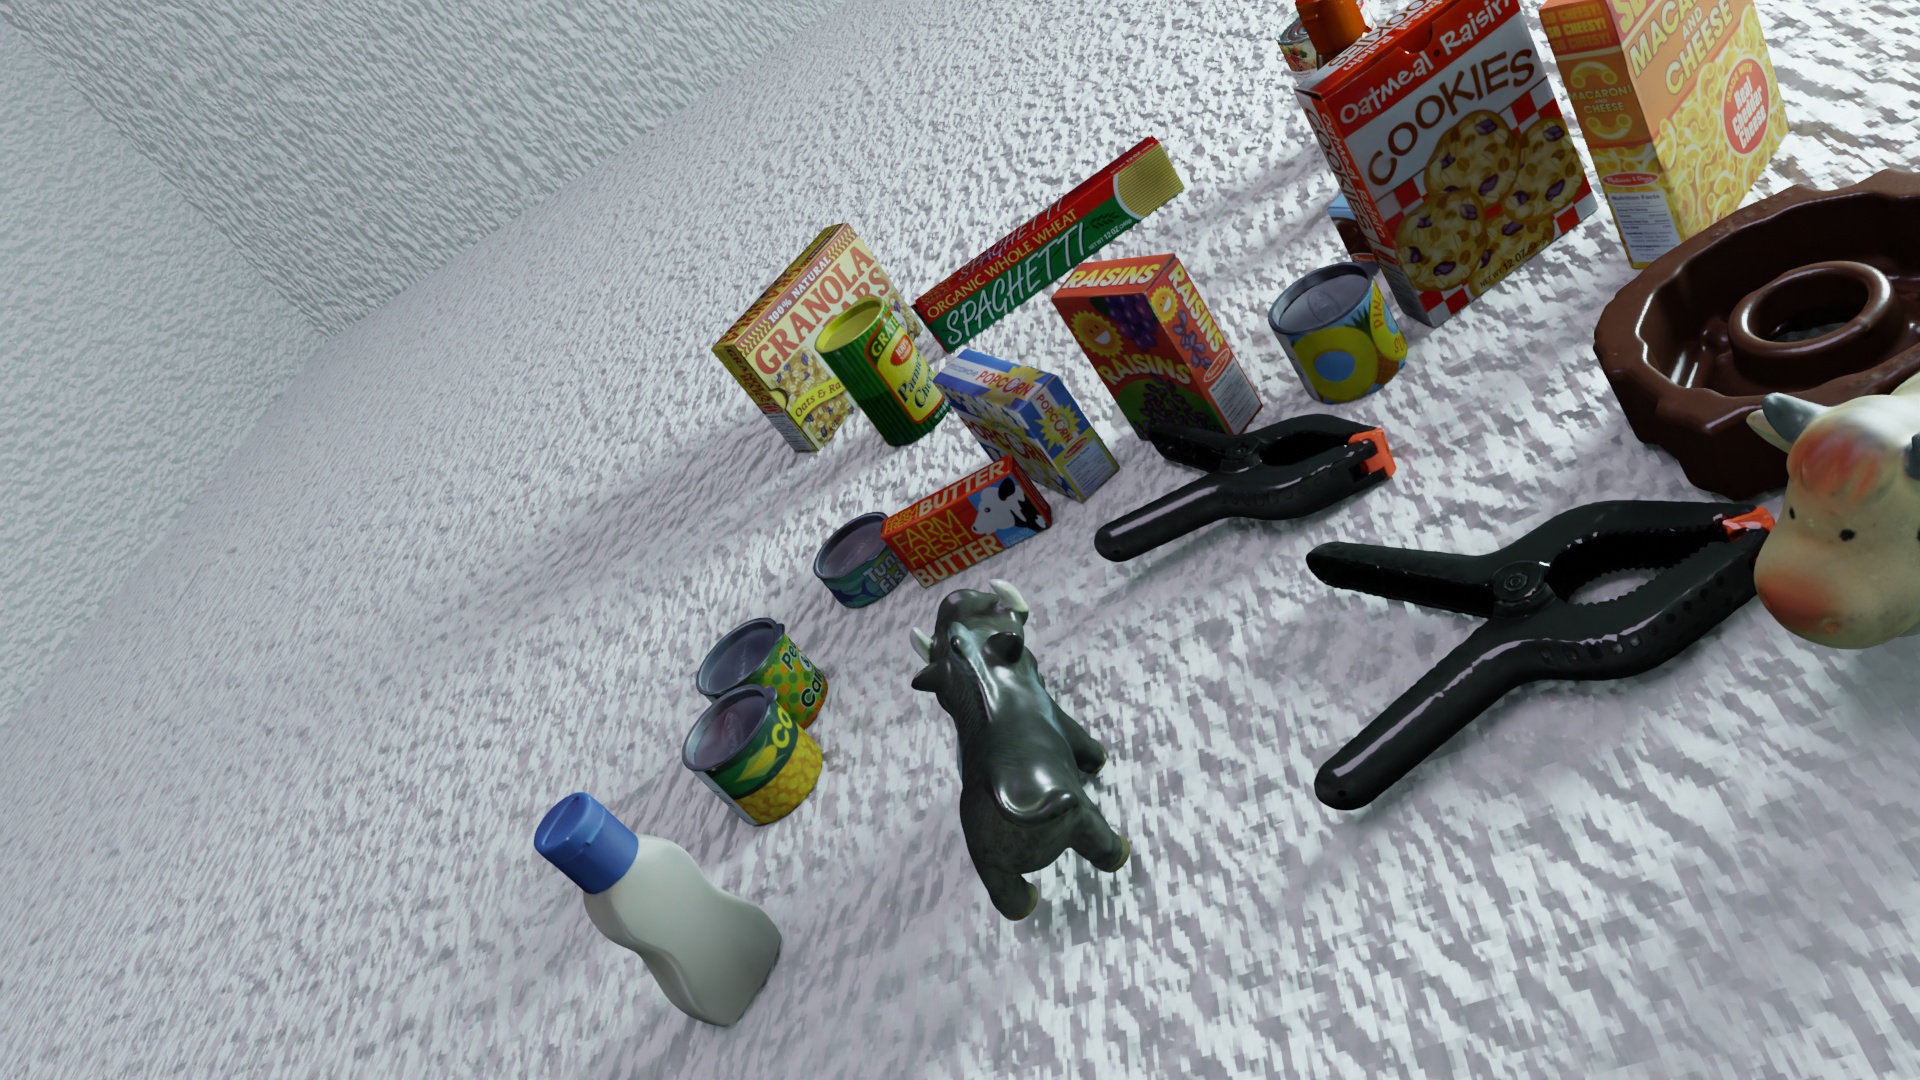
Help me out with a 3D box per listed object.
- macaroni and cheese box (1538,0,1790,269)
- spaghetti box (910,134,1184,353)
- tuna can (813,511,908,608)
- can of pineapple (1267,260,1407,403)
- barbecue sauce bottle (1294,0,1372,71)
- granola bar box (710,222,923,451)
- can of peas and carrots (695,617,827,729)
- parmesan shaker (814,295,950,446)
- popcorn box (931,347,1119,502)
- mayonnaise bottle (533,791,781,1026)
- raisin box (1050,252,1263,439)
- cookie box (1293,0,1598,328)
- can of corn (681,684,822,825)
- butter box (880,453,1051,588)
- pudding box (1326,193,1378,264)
[{"bbox_3d":[0.376,-0.248,0.738,0.124,0.166,0.040,-49,31,-20],"label":"macaroni and cheese box"},{"bbox_3d":[0.074,-0.251,1.184,0.250,0.050,0.029,-34,29,5],"label":"spaghetti box"},{"bbox_3d":[-0.067,0.014,0.981,0.071,0.032,0.071,-27,31,18],"label":"tuna can"},{"bbox_3d":[0.229,-0.125,0.834,0.071,0.057,0.071,-27,31,18],"label":"can of pineapple"},{"bbox_3d":[0.277,-0.314,0.956,0.044,0.148,0.065,-50,31,-20],"label":"barbecue sauce bottle"},{"bbox_3d":[-0.121,-0.178,1.216,0.039,0.124,0.166,3,49,50],"label":"granola bar box"},{"bbox_3d":[-0.127,0.092,0.910,0.071,0.058,0.071,-27,31,18],"label":"can of peas and carrots"},{"bbox_3d":[-0.059,-0.136,1.113,0.071,0.102,0.072,-27,31,18],"label":"parmesan shaker"},{"bbox_3d":[0.042,-0.081,0.944,0.038,0.085,0.127,-44,30,-10],"label":"popcorn box"},{"bbox_3d":[-0.157,0.187,0.717,0.041,0.147,0.065,-6,42,43],"label":"mayonnaise bottle"},{"bbox_3d":[0.124,-0.119,0.871,0.086,0.123,0.040,9,53,52],"label":"raisin box"},{"bbox_3d":[0.284,-0.226,0.806,0.123,0.167,0.040,-37,29,2],"label":"cookie box"},{"bbox_3d":[-0.125,0.131,0.854,0.071,0.058,0.071,-27,31,18],"label":"can of corn"},{"bbox_3d":[0.003,-0.012,0.921,0.103,0.053,0.024,-26,31,19],"label":"butter box"},{"bbox_3d":[0.282,-0.202,0.893,0.030,0.049,0.084,-45,30,-13],"label":"pudding box"}]
